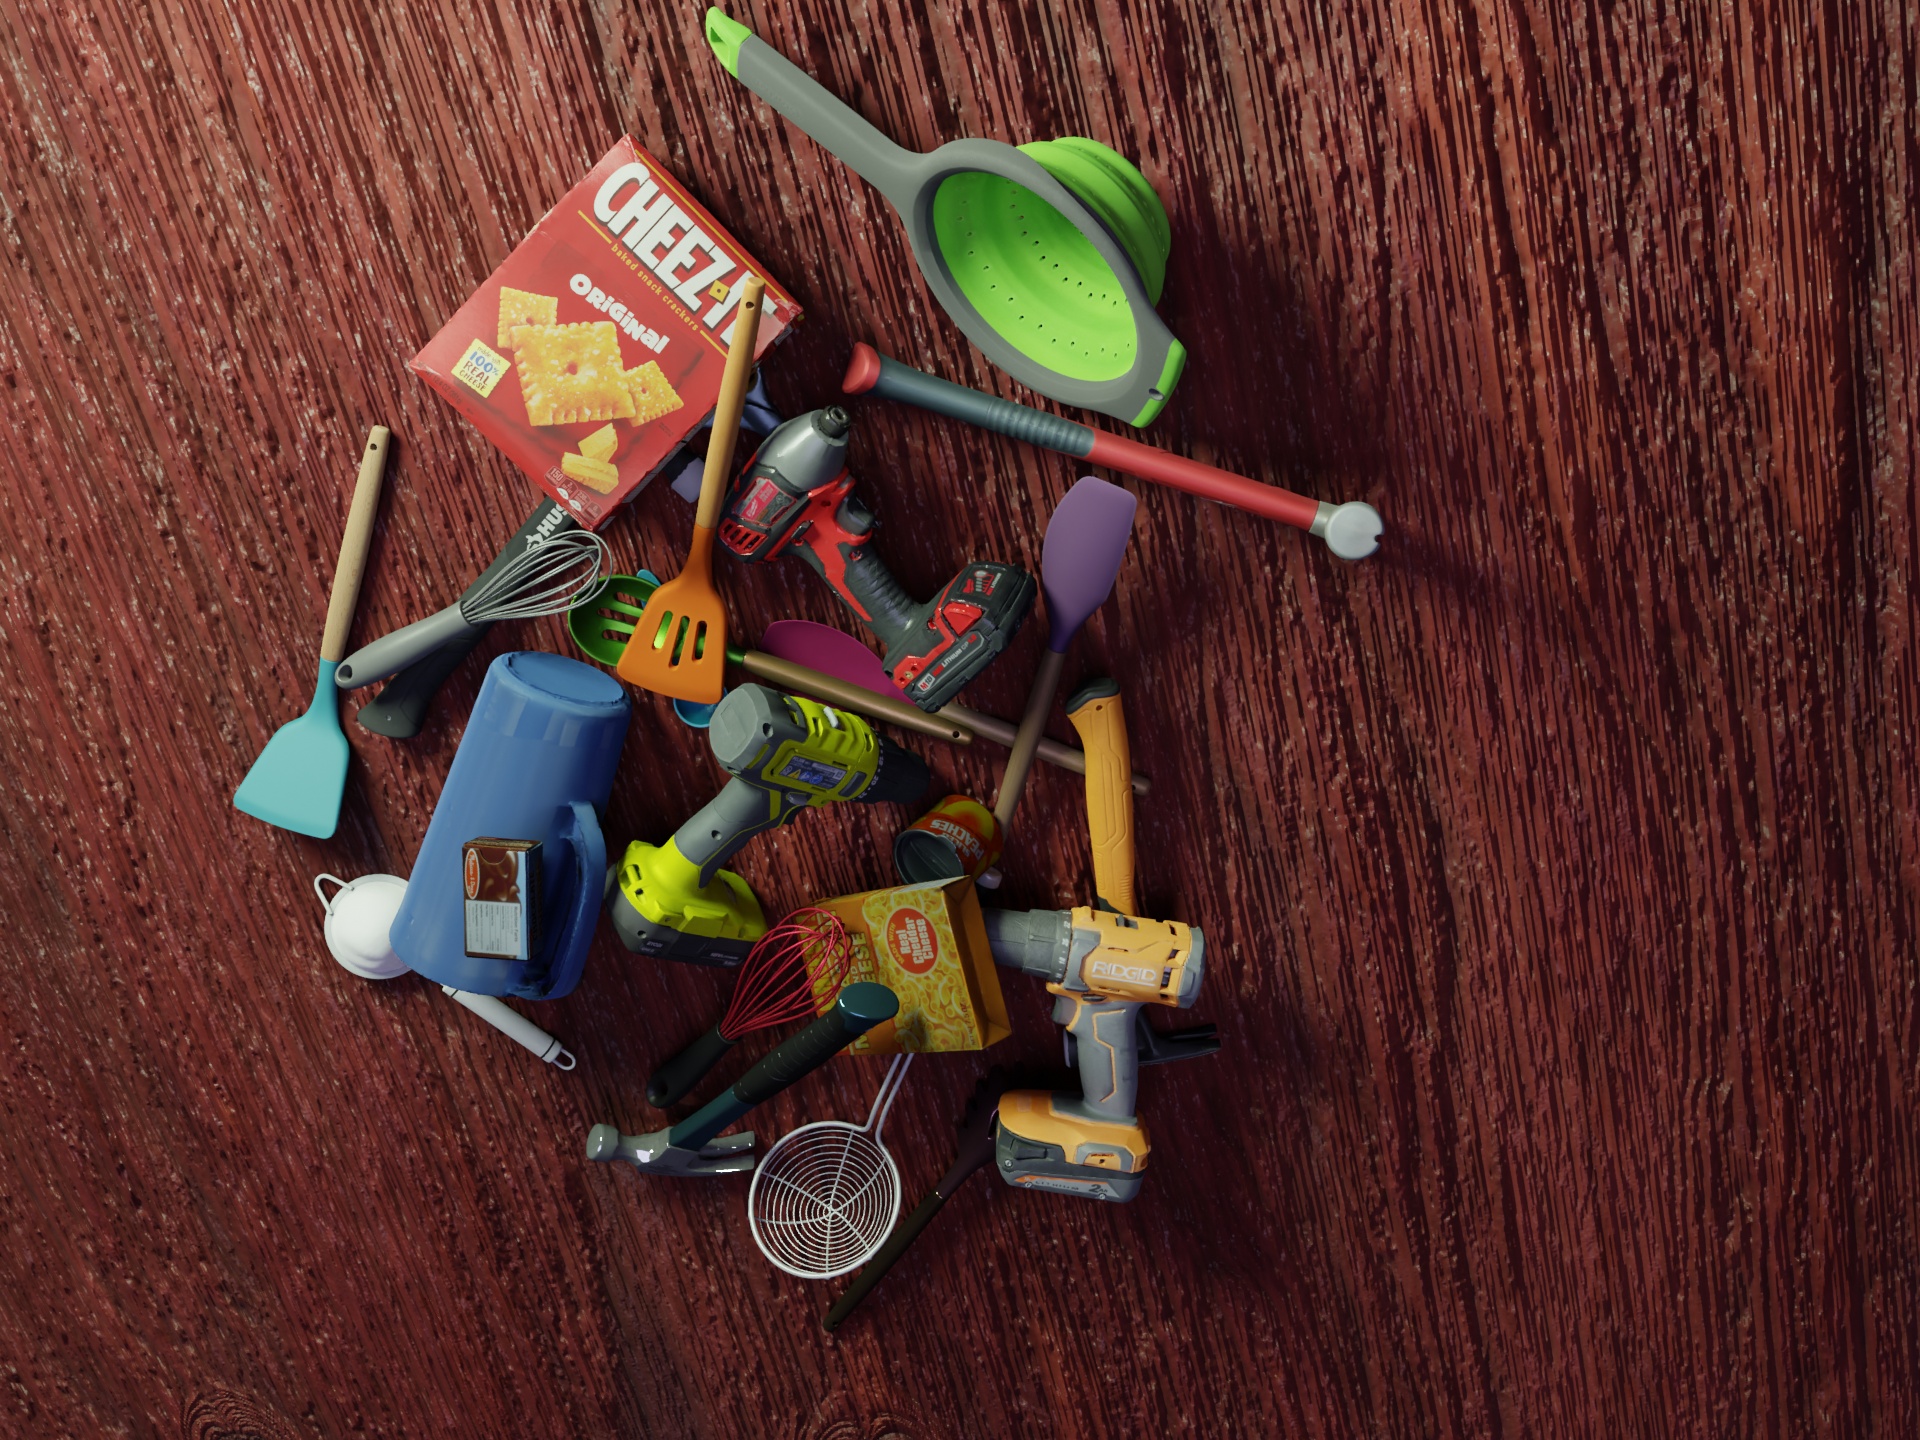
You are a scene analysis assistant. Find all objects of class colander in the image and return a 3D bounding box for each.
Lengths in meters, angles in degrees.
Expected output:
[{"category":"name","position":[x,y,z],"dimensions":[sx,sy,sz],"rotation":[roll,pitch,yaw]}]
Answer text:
[{"category":"colander","position":[0.007,-0.363,1.052],"dimensions":[0.397,0.204,0.094],"rotation":[39,72,4]}]

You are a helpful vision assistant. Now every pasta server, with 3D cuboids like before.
[{"category":"pasta server","position":[-0.029,0.417,1.364],"dimensions":[0.060,0.040,0.316],"rotation":[33,111,-10]}]

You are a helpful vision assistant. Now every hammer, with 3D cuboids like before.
[{"category":"hammer","position":[-0.160,0.286,1.245],"dimensions":[0.128,0.033,0.331],"rotation":[22,135,-31]},{"category":"hammer","position":[0.104,-0.190,1.121],"dimensions":[0.386,0.143,0.038],"rotation":[19,101,6]},{"category":"hammer","position":[0.129,0.124,1.238],"dimensions":[0.127,0.034,0.336],"rotation":[-6,114,4]},{"category":"hammer","position":[-0.340,-0.112,1.180],"dimensions":[0.146,0.035,0.334],"rotation":[41,105,-13]}]

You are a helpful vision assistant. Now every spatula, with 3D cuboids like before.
[{"category":"spatula","position":[0.062,-0.032,1.177],"dimensions":[0.060,0.018,0.315],"rotation":[24,119,17]},{"category":"spatula","position":[-0.470,-0.067,1.193],"dimensions":[0.082,0.044,0.317],"rotation":[19,108,1]},{"category":"spatula","position":[-0.172,-0.151,1.090],"dimensions":[0.081,0.041,0.322],"rotation":[17,128,-4]}]

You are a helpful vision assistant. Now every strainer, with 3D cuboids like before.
[{"category":"strainer","position":[-0.418,0.209,1.292],"dimensions":[0.258,0.050,0.087],"rotation":[39,91,-15]}]

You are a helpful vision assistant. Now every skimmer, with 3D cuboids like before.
[{"category":"skimmer","position":[-0.061,0.280,1.281],"dimensions":[0.127,0.090,0.363],"rotation":[31,107,24]}]

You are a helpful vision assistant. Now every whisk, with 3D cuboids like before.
[{"category":"whisk","position":[-0.172,0.235,1.252],"dimensions":[0.073,0.073,0.295],"rotation":[38,126,-11]},{"category":"whisk","position":[-0.356,-0.074,1.152],"dimensions":[0.239,0.055,0.055],"rotation":[-24,107,14]}]

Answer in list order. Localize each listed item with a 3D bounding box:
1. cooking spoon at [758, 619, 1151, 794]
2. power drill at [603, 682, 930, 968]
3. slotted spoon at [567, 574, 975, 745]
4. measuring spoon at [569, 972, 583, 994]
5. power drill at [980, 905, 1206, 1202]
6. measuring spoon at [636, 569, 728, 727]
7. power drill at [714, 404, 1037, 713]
[{"category":"cooking spoon","position":[-0.002,-0.004,1.218],"dimensions":[0.319,0.017,0.068],"rotation":[21,121,-6]},{"category":"power drill","position":[-0.145,0.082,1.195],"dimensions":[0.190,0.080,0.228],"rotation":[20,119,-45]},{"category":"slotted spoon","position":[-0.138,-0.036,1.190],"dimensions":[0.313,0.031,0.070],"rotation":[19,99,-6]},{"category":"measuring spoon","position":[-0.365,0.188,1.293],"dimensions":[0.124,0.018,0.034],"rotation":[32,107,-9]},{"category":"power drill","position":[0.079,0.249,1.234],"dimensions":[0.185,0.084,0.226],"rotation":[10,108,-2]},{"category":"measuring spoon","position":[-0.214,-0.056,1.209],"dimensions":[0.042,0.021,0.128],"rotation":[-23,98,1]},{"category":"power drill","position":[-0.060,-0.120,1.129],"dimensions":[0.219,0.079,0.143],"rotation":[39,131,-10]}]
